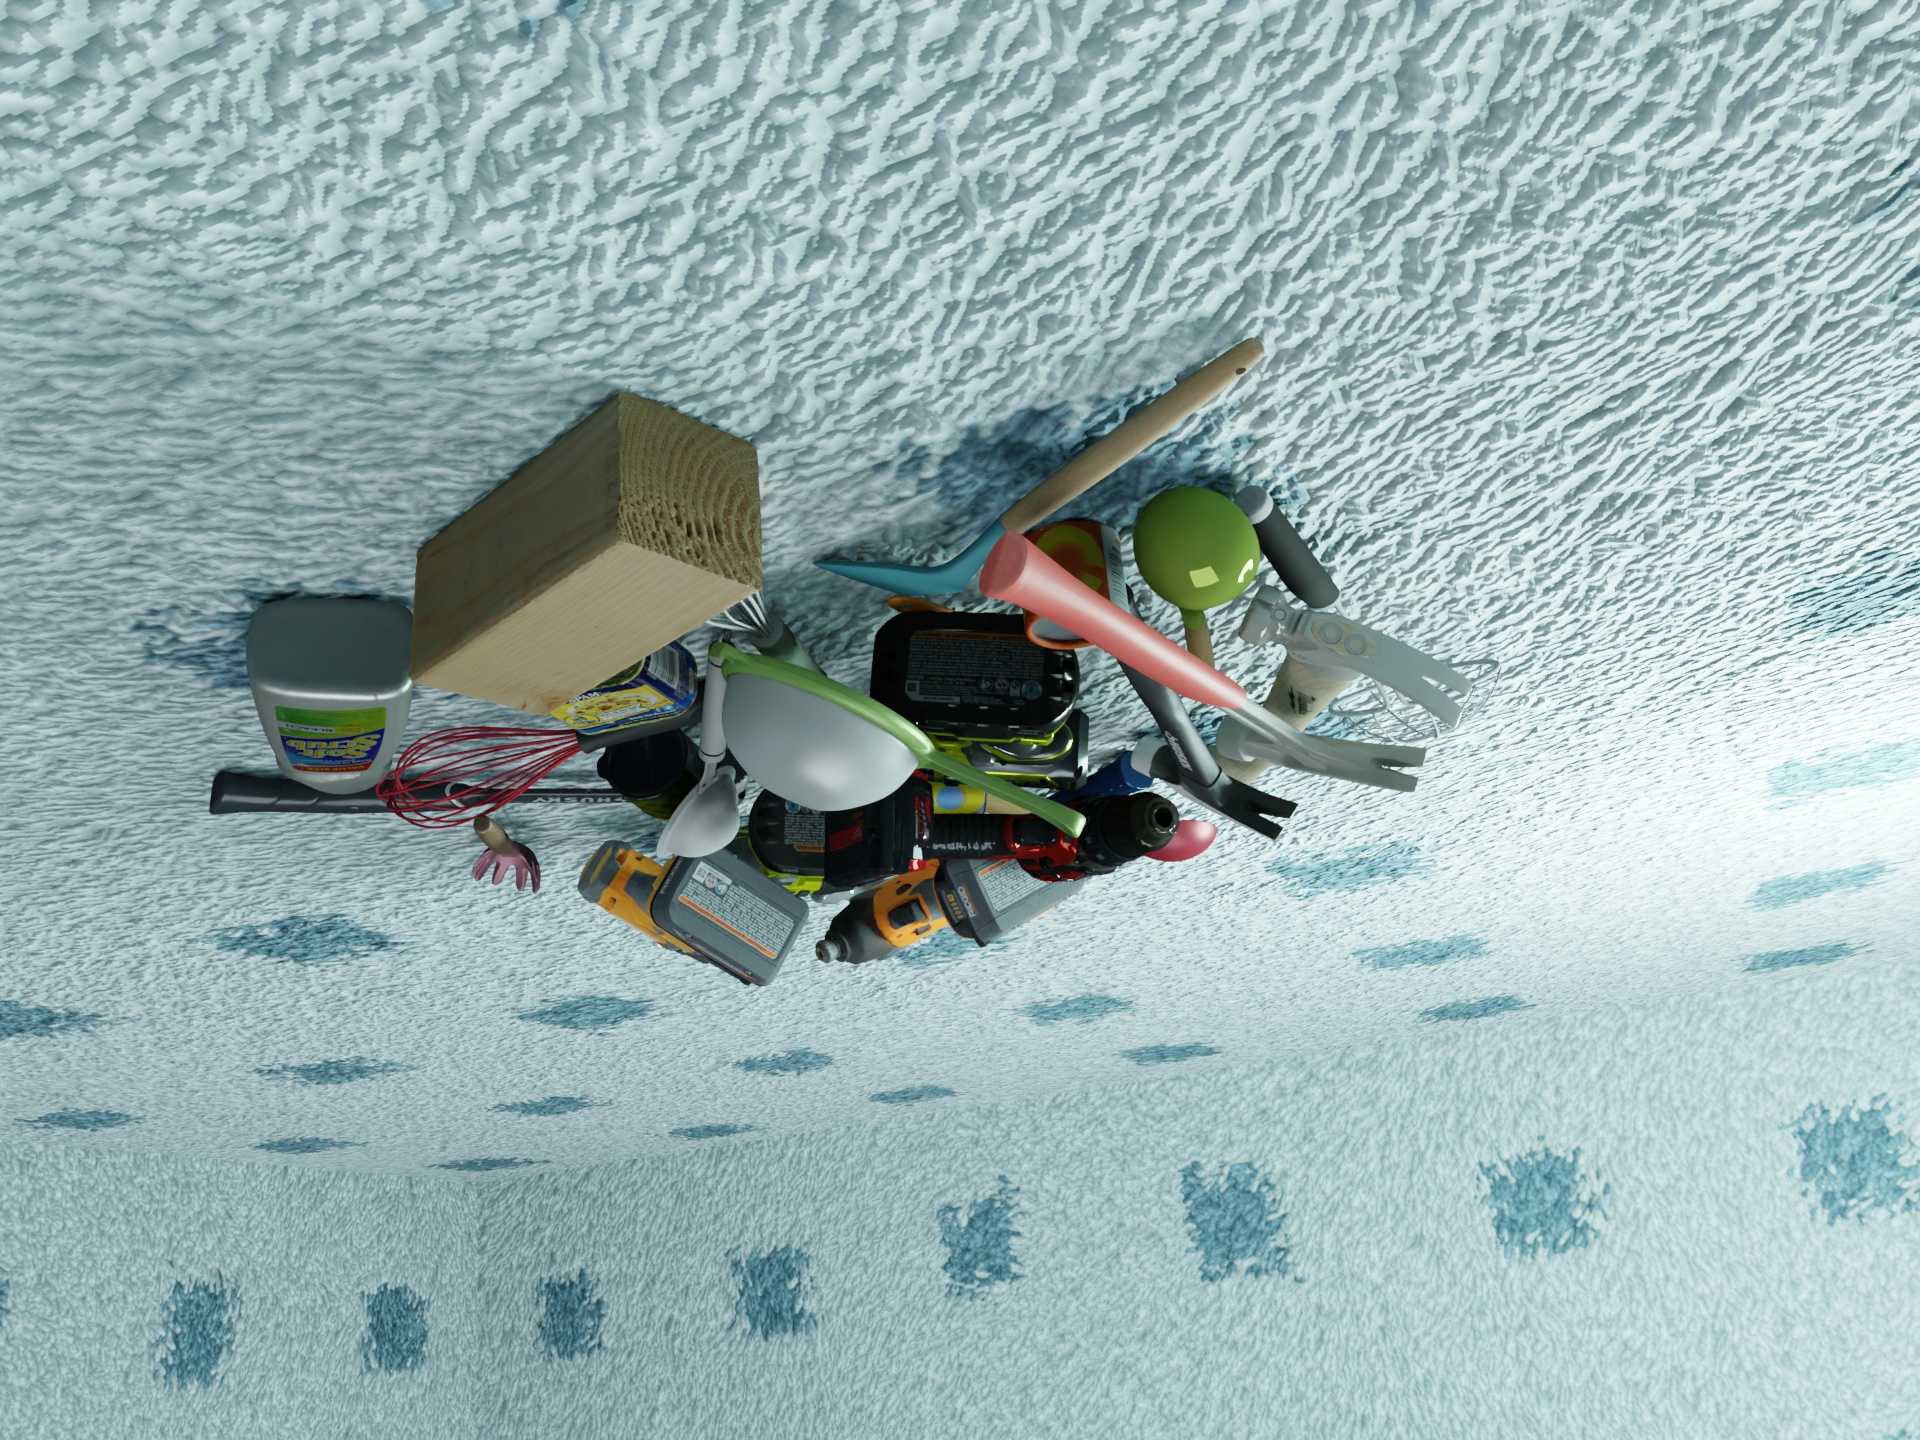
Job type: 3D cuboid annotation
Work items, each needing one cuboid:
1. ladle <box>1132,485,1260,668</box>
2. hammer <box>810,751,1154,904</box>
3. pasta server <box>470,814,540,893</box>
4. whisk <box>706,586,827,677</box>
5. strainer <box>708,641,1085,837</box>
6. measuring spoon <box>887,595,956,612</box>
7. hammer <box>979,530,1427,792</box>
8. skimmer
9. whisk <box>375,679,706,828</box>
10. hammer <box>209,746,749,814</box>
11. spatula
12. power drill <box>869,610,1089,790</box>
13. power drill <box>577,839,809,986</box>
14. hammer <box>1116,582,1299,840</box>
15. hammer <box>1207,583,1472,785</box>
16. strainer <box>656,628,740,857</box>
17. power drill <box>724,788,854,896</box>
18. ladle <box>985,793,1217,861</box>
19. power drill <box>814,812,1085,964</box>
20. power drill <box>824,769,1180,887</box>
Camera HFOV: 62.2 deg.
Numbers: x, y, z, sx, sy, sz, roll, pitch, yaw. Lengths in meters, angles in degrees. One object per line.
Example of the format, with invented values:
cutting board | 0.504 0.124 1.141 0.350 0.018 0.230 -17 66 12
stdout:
ladle | 0.163 -0.072 1.065 0.078 0.062 0.320 22 172 16
hammer | 0.029 0.112 1.490 0.144 0.035 0.405 13 152 -37
pasta server | -0.372 0.106 1.282 0.060 0.040 0.316 14 168 -9
whisk | -0.127 -0.062 1.017 0.058 0.059 0.246 27 170 18
strainer | -0.049 0.039 1.016 0.256 0.069 0.151 23 167 10
measuring spoon | -0.006 -0.064 1.074 0.021 0.011 0.116 -24 152 38
hammer | 0.141 -0.028 0.958 0.149 0.037 0.358 11 169 43
skimmer | 0.267 -0.078 1.085 0.127 0.090 0.362 -14 146 29
whisk | -0.293 0.019 1.159 0.296 0.073 0.073 -16 156 10
hammer | -0.378 0.060 1.268 0.409 0.036 0.149 1 158 -14
spatula | 0.043 -0.134 0.903 0.082 0.044 0.317 16 145 -41
power drill | -0.002 -0.004 1.128 0.190 0.080 0.228 3 164 3
power drill | -0.209 0.169 1.340 0.185 0.084 0.226 37 159 -23
hammer | 0.153 -0.008 1.154 0.146 0.035 0.334 29 168 31
hammer | 0.244 0.006 1.173 0.146 0.038 0.410 25 167 5
strainer | -0.177 0.028 1.132 0.050 0.087 0.258 32 138 16
power drill | -0.127 0.110 1.380 0.171 0.080 0.223 4 165 -19
ladle | 0.070 0.079 1.356 0.315 0.031 0.069 13 148 -11
power drill | -0.018 0.154 1.348 0.164 0.084 0.226 -24 179 -36
power drill | 0.030 0.079 1.153 0.226 0.080 0.188 5 167 -23
